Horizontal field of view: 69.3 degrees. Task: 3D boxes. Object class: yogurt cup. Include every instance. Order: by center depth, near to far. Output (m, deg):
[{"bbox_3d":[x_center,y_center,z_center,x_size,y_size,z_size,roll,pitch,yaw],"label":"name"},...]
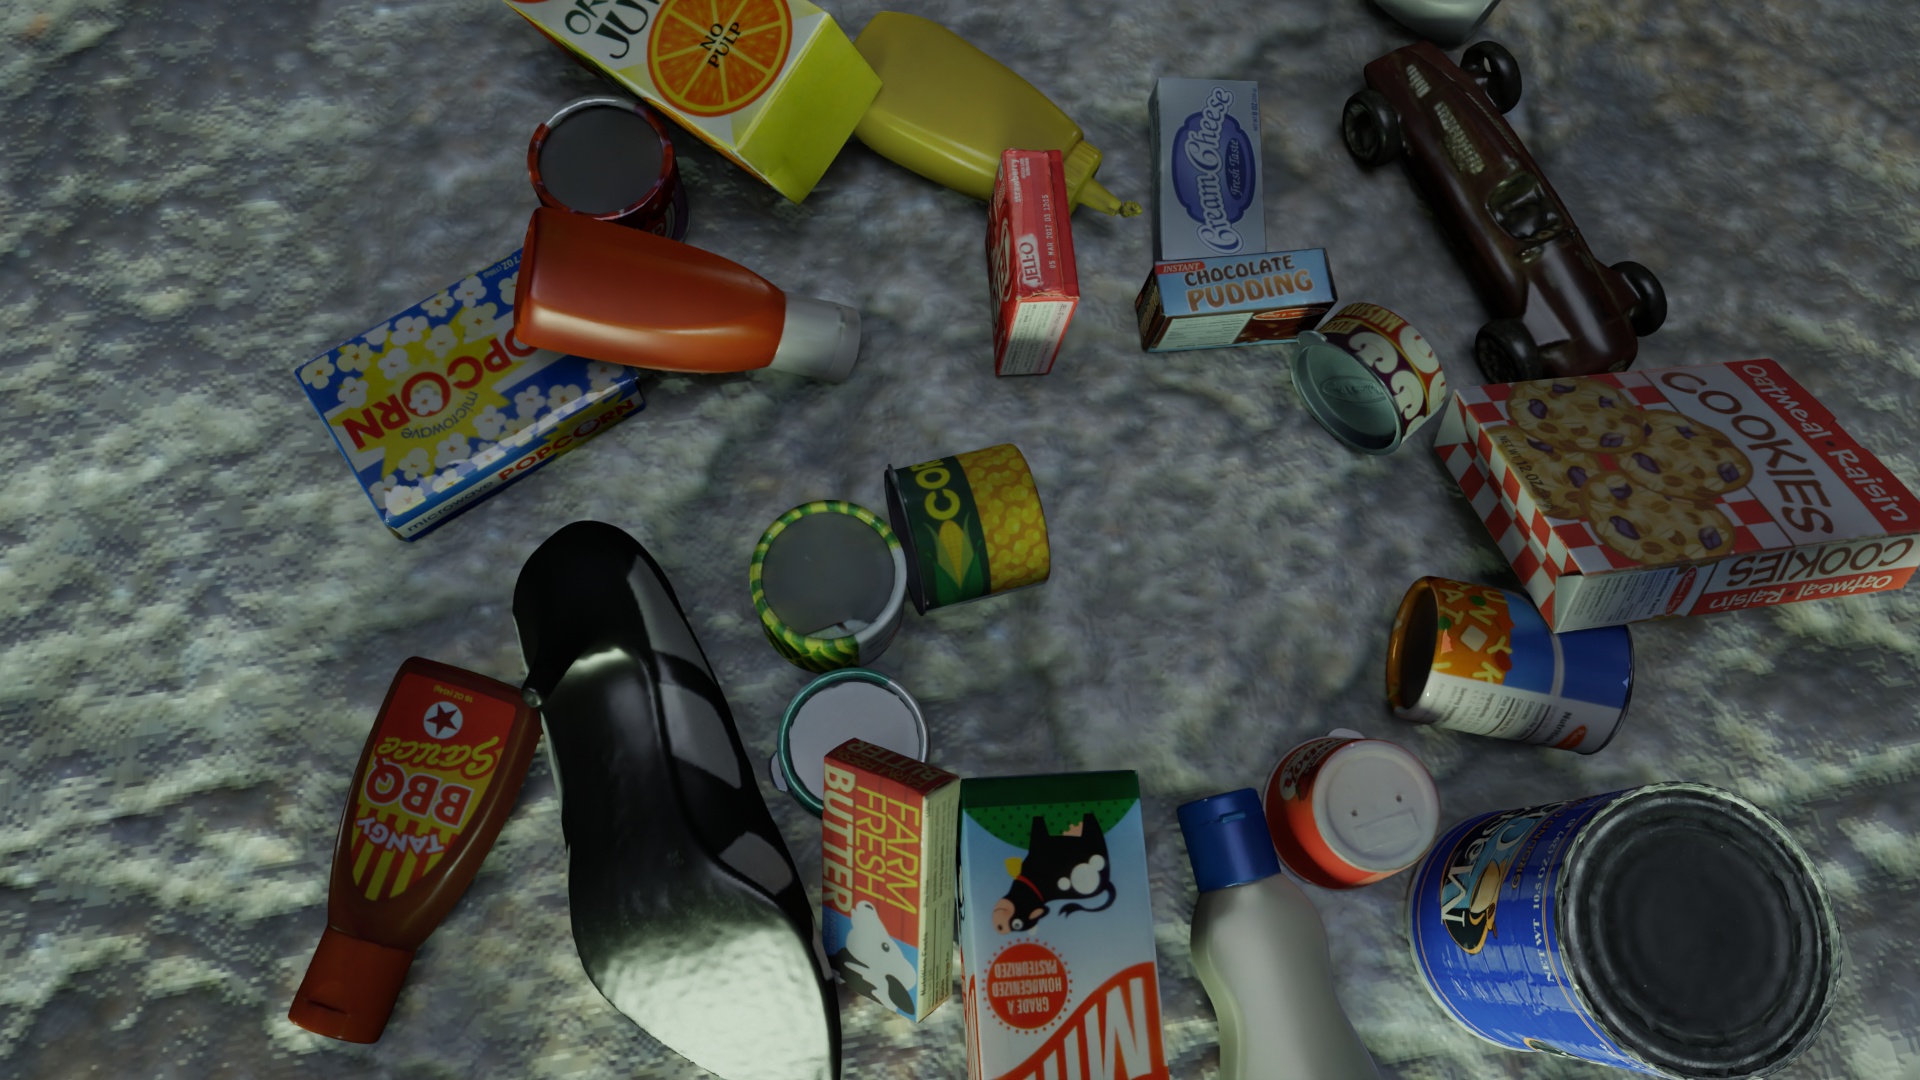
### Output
[{"bbox_3d":[0.170,0.115,0.596,0.072,0.053,0.072,1,75,-4],"label":"yogurt cup"}]

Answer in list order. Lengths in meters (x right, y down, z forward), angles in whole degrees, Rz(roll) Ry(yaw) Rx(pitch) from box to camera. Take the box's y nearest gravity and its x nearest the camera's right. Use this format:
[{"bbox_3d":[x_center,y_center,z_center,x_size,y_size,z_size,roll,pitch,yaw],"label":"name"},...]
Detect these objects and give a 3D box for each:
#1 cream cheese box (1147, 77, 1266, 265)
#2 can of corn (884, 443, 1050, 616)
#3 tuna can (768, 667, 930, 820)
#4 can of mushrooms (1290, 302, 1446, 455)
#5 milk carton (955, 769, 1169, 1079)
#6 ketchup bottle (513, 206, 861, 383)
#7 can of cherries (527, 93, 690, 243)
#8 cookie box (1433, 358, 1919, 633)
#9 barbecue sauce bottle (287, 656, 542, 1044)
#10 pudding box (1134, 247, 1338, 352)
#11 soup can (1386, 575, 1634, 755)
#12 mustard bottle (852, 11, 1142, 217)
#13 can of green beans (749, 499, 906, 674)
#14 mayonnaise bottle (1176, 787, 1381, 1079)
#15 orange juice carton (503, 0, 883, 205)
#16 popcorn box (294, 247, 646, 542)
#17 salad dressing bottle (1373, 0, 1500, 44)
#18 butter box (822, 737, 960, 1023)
[{"bbox_3d":[0.122,-0.179,0.692,0.053,0.024,0.104,1,74,-2],"label":"cream cheese box"},{"bbox_3d":[0.002,-0.008,0.610,0.058,0.071,0.071,-14,76,-9],"label":"can of corn"},{"bbox_3d":[-0.048,0.090,0.598,0.071,0.032,0.071,1,74,-4],"label":"tuna can"},{"bbox_3d":[0.188,-0.077,0.644,0.033,0.071,0.071,-39,80,-14],"label":"can of mushrooms"},{"bbox_3d":[0.039,0.192,0.555,0.073,0.072,0.191,-3,75,-5],"label":"milk carton"},{"bbox_3d":[-0.119,-0.103,0.618,0.149,0.043,0.065,10,53,-24],"label":"ketchup bottle"},{"bbox_3d":[-0.162,-0.162,0.649,0.071,0.058,0.071,1,74,-4],"label":"can of cherries"},{"bbox_3d":[0.319,-0.025,0.621,0.168,0.040,0.123,-6,44,-9],"label":"cookie box"},{"bbox_3d":[-0.226,0.126,0.569,0.065,0.043,0.149,17,74,2],"label":"barbecue sauce bottle"},{"bbox_3d":[0.130,-0.113,0.660,0.084,0.049,0.030,-5,77,-5],"label":"pudding box"},{"bbox_3d":[0.240,0.052,0.613,0.084,0.071,0.071,11,74,-1],"label":"soup can"},{"bbox_3d":[0.017,-0.194,0.676,0.160,0.048,0.065,32,79,5],"label":"mustard bottle"},{"bbox_3d":[-0.057,0.021,0.604,0.071,0.057,0.071,1,74,-4],"label":"can of green beans"},{"bbox_3d":[0.128,0.180,0.581,0.065,0.041,0.148,-11,74,-8],"label":"mayonnaise bottle"},{"bbox_3d":[-0.139,-0.242,0.648,0.193,0.072,0.073,35,94,17],"label":"orange juice carton"},{"bbox_3d":[-0.219,-0.068,0.628,0.127,0.038,0.085,-32,78,-12],"label":"popcorn box"},{"bbox_3d":[0.219,-0.323,0.730,0.148,0.044,0.064,41,77,9],"label":"salad dressing bottle"},{"bbox_3d":[-0.029,0.134,0.554,0.053,0.024,0.103,14,111,33],"label":"butter box"}]
